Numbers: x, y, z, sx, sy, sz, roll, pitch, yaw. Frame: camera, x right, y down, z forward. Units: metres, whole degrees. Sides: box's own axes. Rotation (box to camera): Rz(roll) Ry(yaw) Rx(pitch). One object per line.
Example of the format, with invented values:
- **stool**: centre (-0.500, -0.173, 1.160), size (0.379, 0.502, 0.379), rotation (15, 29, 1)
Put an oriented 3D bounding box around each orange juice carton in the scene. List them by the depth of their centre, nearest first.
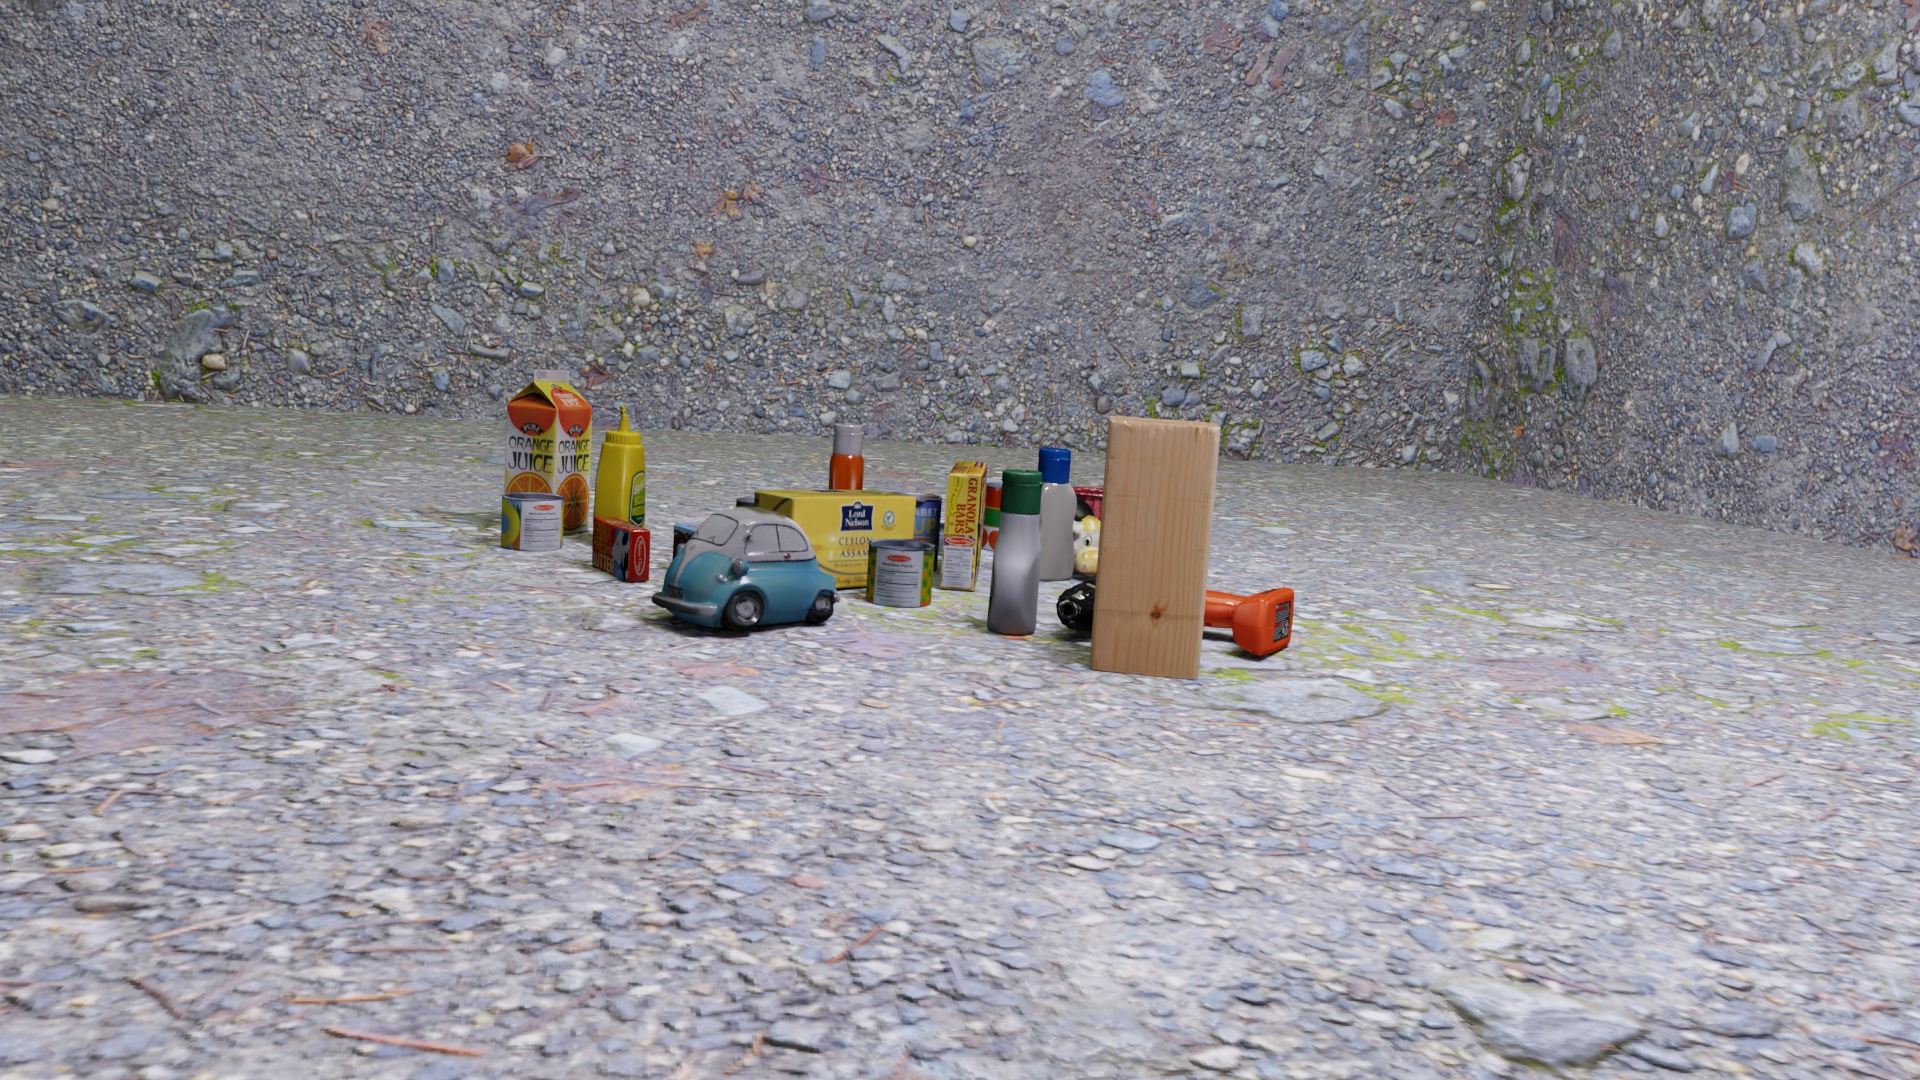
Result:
- **orange juice carton**: centre (-0.487, -0.106, 1.642), size (0.073, 0.192, 0.072), rotation (7, 8, 19)

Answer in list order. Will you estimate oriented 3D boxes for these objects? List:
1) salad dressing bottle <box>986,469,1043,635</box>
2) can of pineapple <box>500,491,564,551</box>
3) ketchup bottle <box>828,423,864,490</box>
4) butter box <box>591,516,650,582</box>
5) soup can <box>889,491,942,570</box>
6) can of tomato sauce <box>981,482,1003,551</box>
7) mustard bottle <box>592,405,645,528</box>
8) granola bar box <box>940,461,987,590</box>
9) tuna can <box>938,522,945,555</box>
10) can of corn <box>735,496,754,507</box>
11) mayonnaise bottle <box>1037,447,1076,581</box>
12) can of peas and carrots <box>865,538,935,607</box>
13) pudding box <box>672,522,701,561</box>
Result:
- **salad dressing bottle**: centre (0.051, 0.010, 1.260), size (0.044, 0.147, 0.064), rotation (6, 8, 14)
- **can of pineapple**: centre (-0.474, -0.021, 1.535), size (0.071, 0.057, 0.071), rotation (4, 8, 0)
- **ketchup bottle**: centre (-0.142, -0.070, 1.724), size (0.043, 0.148, 0.065), rotation (4, 7, -2)
- **butter box**: centre (-0.345, 0.008, 1.410), size (0.024, 0.053, 0.103), rotation (-1, 9, -35)
- **soup can**: centre (-0.056, -0.010, 1.571), size (0.071, 0.083, 0.071), rotation (4, 8, 0)
- **can of tomato sauce**: centre (0.059, -0.030, 1.771), size (0.071, 0.083, 0.071), rotation (4, 8, 0)
- **mustard bottle**: centre (-0.387, -0.074, 1.586), size (0.049, 0.160, 0.065), rotation (5, 8, 8)
- **granola bar box**: centre (0.005, -0.019, 1.525), size (0.039, 0.124, 0.166), rotation (4, 8, 2)
- **tuna can**: centre (-0.031, -0.003, 1.715), size (0.071, 0.032, 0.071), rotation (4, 8, 0)
- **can of corn**: centre (-0.231, -0.019, 1.636), size (0.071, 0.058, 0.071), rotation (4, 8, 0)
- **mayonnaise bottle**: centre (0.101, -0.030, 1.562), size (0.065, 0.147, 0.041), rotation (0, 9, -31)
- **can of peas and carrots**: centre (-0.059, 0.031, 1.370), size (0.071, 0.058, 0.071), rotation (4, 8, 0)
- **pudding box**: centre (-0.266, 0.011, 1.442), size (0.030, 0.049, 0.084), rotation (-3, 11, -42)
